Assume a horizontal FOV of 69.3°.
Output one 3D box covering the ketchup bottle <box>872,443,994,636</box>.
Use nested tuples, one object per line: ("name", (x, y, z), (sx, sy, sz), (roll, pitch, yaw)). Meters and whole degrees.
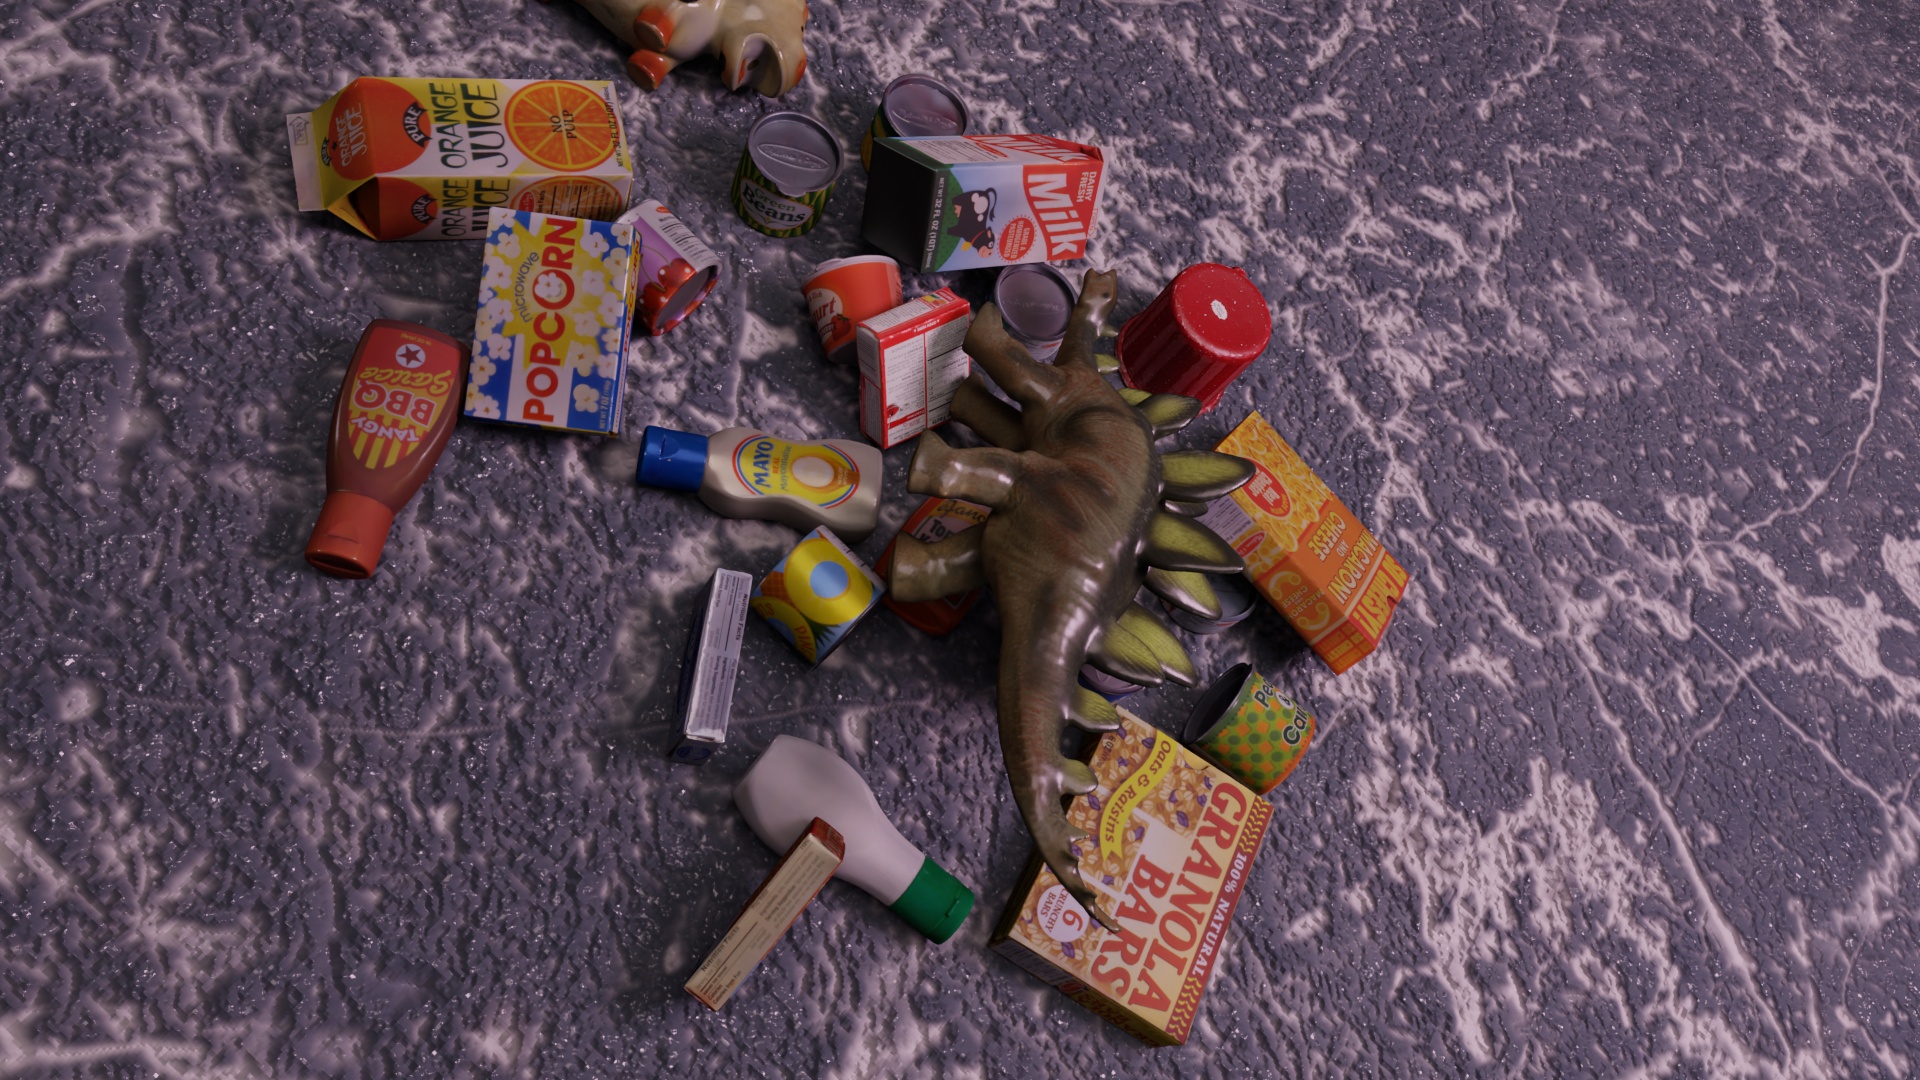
("ketchup bottle", (0.003, -0.011, 0.900), (0.065, 0.043, 0.149), (36, 59, -3))

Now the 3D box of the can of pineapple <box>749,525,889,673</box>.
("can of pineapple", (-0.085, 0.034, 0.832), (0.058, 0.070, 0.071), (43, 59, 1))

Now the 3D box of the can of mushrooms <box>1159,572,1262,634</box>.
("can of mushrooms", (0.171, 0.027, 0.955), (0.071, 0.033, 0.071), (8, 65, -17))

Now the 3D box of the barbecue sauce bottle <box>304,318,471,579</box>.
("barbecue sauce bottle", (-0.328, -0.051, 0.787), (0.065, 0.043, 0.149), (17, 63, -15))

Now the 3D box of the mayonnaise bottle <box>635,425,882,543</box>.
("mayonnaise bottle", (-0.124, -0.040, 0.863), (0.148, 0.041, 0.065), (10, 66, -18))

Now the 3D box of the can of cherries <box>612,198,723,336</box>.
("can of cherries", (-0.195, -0.171, 0.882), (0.058, 0.071, 0.072), (43, 59, 0))

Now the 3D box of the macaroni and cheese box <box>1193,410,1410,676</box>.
("macaroni and cheese box", (0.231, -0.003, 0.962), (0.166, 0.040, 0.124), (47, 35, 3))

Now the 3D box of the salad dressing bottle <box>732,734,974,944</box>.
("salad dressing bottle", (-0.060, 0.173, 0.794), (0.147, 0.044, 0.064), (39, 65, -3))

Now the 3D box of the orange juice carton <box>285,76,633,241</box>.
("orange juice carton", (-0.308, -0.235, 0.859), (0.193, 0.072, 0.072), (-7, 71, -24))

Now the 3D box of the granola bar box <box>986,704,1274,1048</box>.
("granola bar box", (0.108, 0.203, 0.848), (0.124, 0.039, 0.166), (33, 60, -5))

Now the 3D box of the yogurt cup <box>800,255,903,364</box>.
("yogurt cup", (-0.068, -0.151, 0.923), (0.072, 0.072, 0.054), (-9, 80, -25))

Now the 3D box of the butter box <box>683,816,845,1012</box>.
("butter box", (-0.102, 0.197, 0.738), (0.024, 0.053, 0.103), (39, 86, -1))

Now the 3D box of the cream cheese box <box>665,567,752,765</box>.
("cream cheese box", (-0.145, 0.072, 0.799), (0.024, 0.053, 0.104), (14, 63, -17))

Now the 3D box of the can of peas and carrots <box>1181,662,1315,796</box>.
("can of peas and carrots", (0.188, 0.121, 0.898), (0.059, 0.070, 0.071), (38, 60, -3))

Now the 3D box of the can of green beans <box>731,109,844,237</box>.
("can of green beans", (-0.119, -0.250, 0.949), (0.071, 0.057, 0.071), (8, 65, -18))

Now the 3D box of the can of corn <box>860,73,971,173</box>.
("can of corn", (-0.033, -0.288, 1.000), (0.071, 0.058, 0.071), (8, 65, -18))

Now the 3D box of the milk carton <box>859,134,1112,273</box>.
("milk carton", (0.031, -0.238, 0.970), (0.191, 0.072, 0.073), (-14, 37, -36))

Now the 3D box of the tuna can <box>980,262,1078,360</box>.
("tuna can", (0.049, -0.166, 0.992), (0.071, 0.032, 0.071), (8, 65, -18))

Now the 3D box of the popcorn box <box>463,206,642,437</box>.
("popcorn box", (-0.240, -0.128, 0.824), (0.085, 0.038, 0.126), (7, 89, -4))

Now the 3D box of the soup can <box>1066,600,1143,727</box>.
("soup can", (0.079, 0.076, 0.867), (0.071, 0.083, 0.071), (8, 65, -18))
